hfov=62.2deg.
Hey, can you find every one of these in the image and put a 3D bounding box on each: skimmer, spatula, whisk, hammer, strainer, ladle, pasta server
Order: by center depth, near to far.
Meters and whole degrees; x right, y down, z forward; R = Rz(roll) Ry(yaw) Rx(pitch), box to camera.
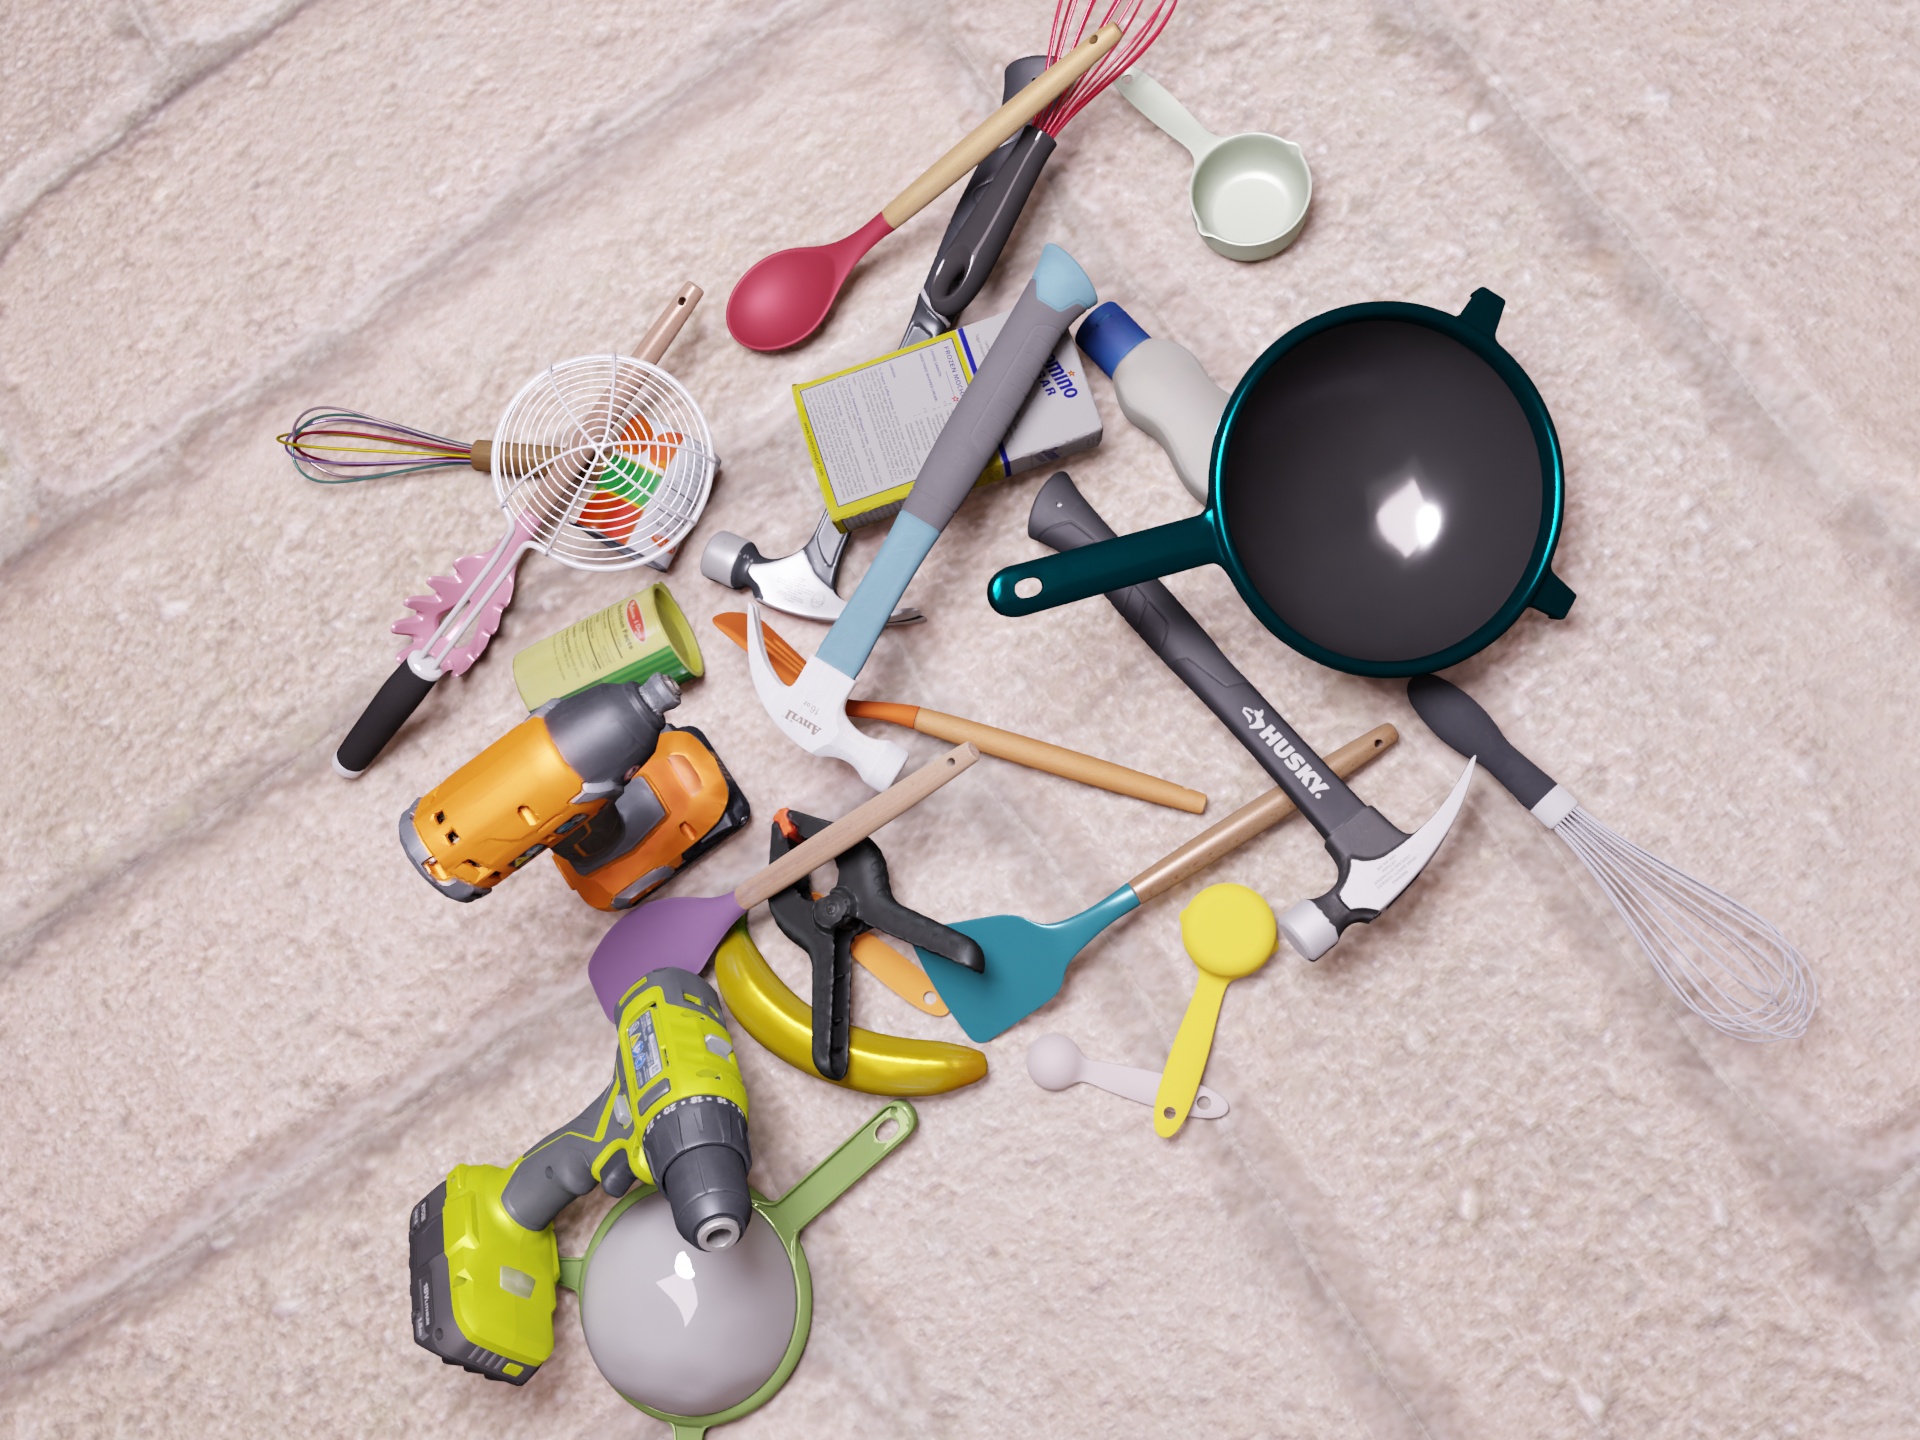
[{"bbox_3d":[0.363,0.072,0.906,0.070,0.070,0.285,-45,72,1],"label":"whisk"},{"bbox_3d":[0.173,-0.113,0.922,0.340,0.095,0.211,-16,94,-7],"label":"strainer"},{"bbox_3d":[-0.015,-0.129,0.945,0.128,0.033,0.331,31,92,-1],"label":"hammer"},{"bbox_3d":[-0.130,0.317,0.951,0.256,0.069,0.151,-42,76,4],"label":"strainer"},{"bbox_3d":[0.156,-0.028,0.952,0.146,0.035,0.335,-37,70,-5],"label":"hammer"},{"bbox_3d":[0.123,0.087,0.957,0.317,0.044,0.082,-31,97,-1],"label":"spatula"},{"bbox_3d":[-0.115,0.095,0.967,0.316,0.018,0.060,-33,76,23],"label":"spatula"},{"bbox_3d":[-0.002,-0.003,0.989,0.322,0.081,0.041,17,99,8],"label":"spatula"},{"bbox_3d":[-0.290,-0.080,0.999,0.127,0.090,0.363,47,124,-4],"label":"skimmer"},{"bbox_3d":[0.060,-0.386,1.003,0.073,0.073,0.296,31,93,14],"label":"whisk"},{"bbox_3d":[-0.027,-0.335,1.009,0.315,0.031,0.069,-32,71,26],"label":"ladle"},{"bbox_3d":[-0.020,-0.250,1.038,0.149,0.036,0.409,24,86,12],"label":"hammer"},{"bbox_3d":[-0.267,-0.157,1.047,0.060,0.040,0.316,38,99,-2],"label":"pasta server"},{"bbox_3d":[-0.352,-0.181,1.087,0.245,0.047,0.051,6,81,8],"label":"whisk"}]

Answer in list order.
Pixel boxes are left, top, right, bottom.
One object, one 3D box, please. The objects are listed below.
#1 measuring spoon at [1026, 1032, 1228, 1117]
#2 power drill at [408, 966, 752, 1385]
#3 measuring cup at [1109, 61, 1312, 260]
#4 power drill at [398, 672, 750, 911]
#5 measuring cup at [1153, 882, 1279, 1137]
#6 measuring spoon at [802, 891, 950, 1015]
[{"bbox_3d":[0.099,0.216,0.950,0.124,0.018,0.034,13,84,12],"label":"measuring spoon"},{"bbox_3d":[-0.213,0.276,0.922,0.228,0.080,0.191,-43,36,10],"label":"power drill"},{"bbox_3d":[0.155,-0.362,1.022,0.083,0.038,0.168,-42,74,2],"label":"measuring cup"},{"bbox_3d":[-0.203,0.041,0.927,0.164,0.226,0.084,-36,77,3],"label":"power drill"},{"bbox_3d":[0.143,0.170,0.938,0.062,0.029,0.156,18,79,12],"label":"measuring cup"},{"bbox_3d":[-0.053,0.147,0.996,0.117,0.011,0.021,36,82,10],"label":"measuring spoon"}]
